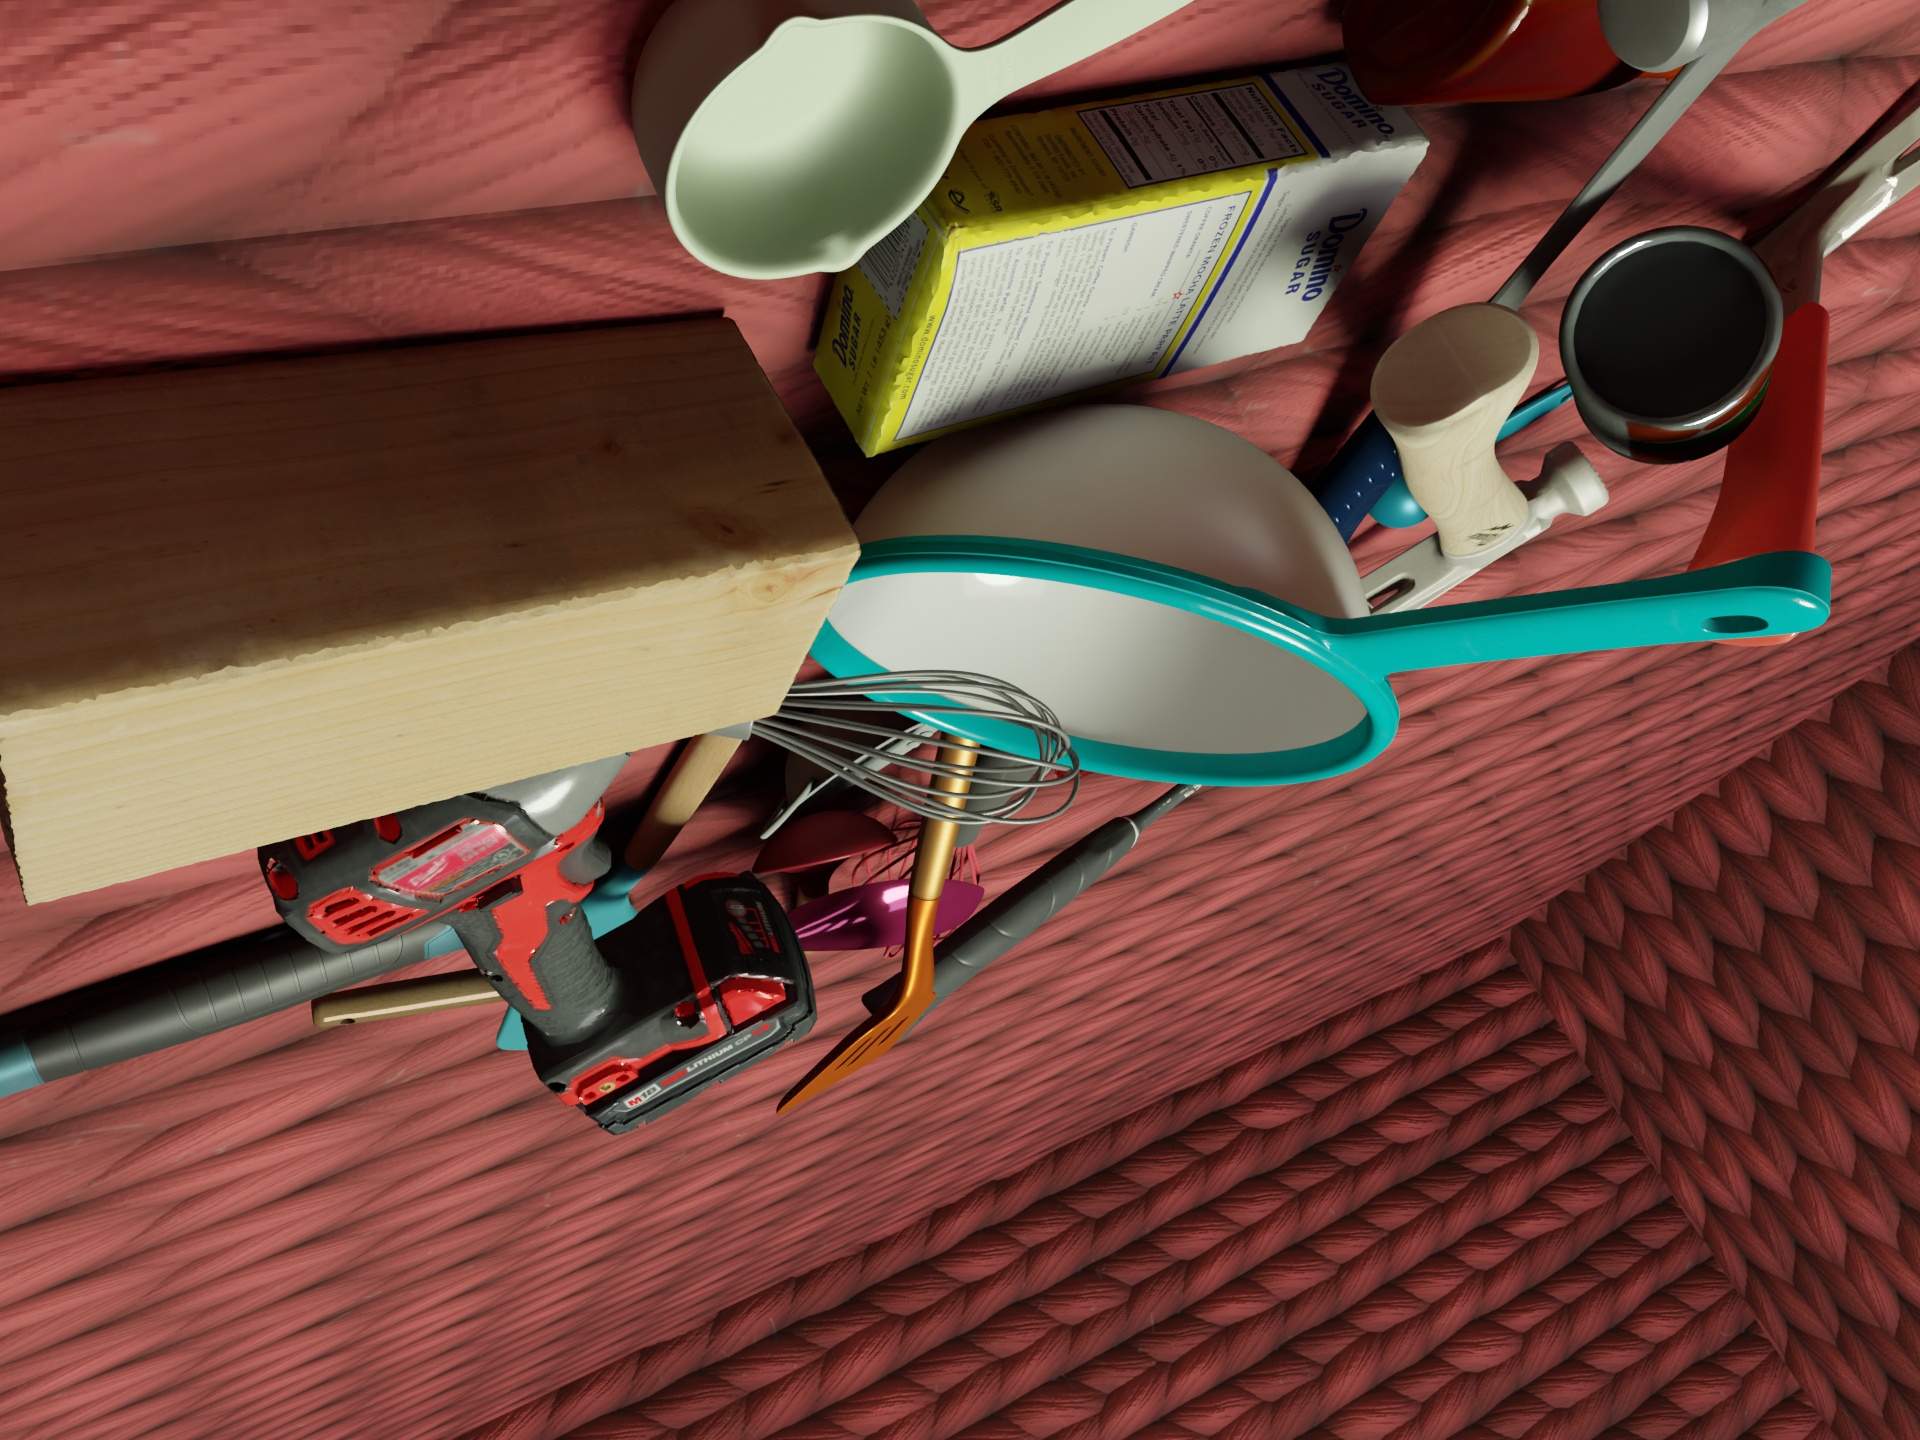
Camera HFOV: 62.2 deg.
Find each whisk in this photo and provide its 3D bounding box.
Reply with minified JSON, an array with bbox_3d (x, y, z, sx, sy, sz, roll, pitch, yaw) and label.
[{"bbox_3d":[-0.006,0.060,0.814,0.073,0.073,0.295,-20,163,-22],"label":"whisk"},{"bbox_3d":[-0.072,-0.002,0.533,0.239,0.055,0.055,9,147,-12],"label":"whisk"}]

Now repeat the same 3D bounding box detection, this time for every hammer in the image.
[{"bbox_3d":[0.333,-0.140,0.629,0.149,0.036,0.359,-45,-175,43],"label":"hammer"},{"bbox_3d":[0.203,-0.153,0.587,0.144,0.035,0.405,-28,169,-16],"label":"hammer"},{"bbox_3d":[0.198,-0.092,0.656,0.146,0.038,0.410,-33,168,17],"label":"hammer"},{"bbox_3d":[-0.342,0.124,0.613,0.331,0.033,0.128,-18,156,-28],"label":"hammer"},{"bbox_3d":[0.106,0.057,0.916,0.409,0.036,0.149,-33,160,-29],"label":"hammer"}]

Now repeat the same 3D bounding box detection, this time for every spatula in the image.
[{"bbox_3d":[-0.018,0.051,0.707,0.081,0.041,0.322,-20,132,-47],"label":"spatula"},{"bbox_3d":[-0.132,0.058,0.716,0.082,0.044,0.317,2,144,-33],"label":"spatula"}]

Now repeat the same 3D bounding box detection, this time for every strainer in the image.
[{"bbox_3d":[-0.001,-0.002,0.753,0.258,0.050,0.087,-18,167,-42],"label":"strainer"},{"bbox_3d":[0.097,-0.056,0.517,0.340,0.095,0.210,-5,156,45],"label":"strainer"}]

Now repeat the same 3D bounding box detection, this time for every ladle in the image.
[{"bbox_3d":[-0.077,0.094,0.848,0.069,0.031,0.315,-11,164,-10],"label":"ladle"}]

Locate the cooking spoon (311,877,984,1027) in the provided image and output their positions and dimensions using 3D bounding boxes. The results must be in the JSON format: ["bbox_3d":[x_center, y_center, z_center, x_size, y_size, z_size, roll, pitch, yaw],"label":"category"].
[{"bbox_3d":[-0.135,0.111,0.751,0.318,0.017,0.068,-6,147,-23],"label":"cooking spoon"}]

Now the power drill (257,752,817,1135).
[{"bbox_3d":[-0.147,0.069,0.623,0.143,0.079,0.219,-30,141,1],"label":"power drill"}]

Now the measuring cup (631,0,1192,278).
[{"bbox_3d":[-0.001,-0.167,0.380,0.167,0.038,0.083,-29,159,-6],"label":"measuring cup"}]

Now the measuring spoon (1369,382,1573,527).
[{"bbox_3d":[0.270,-0.135,0.817,0.128,0.021,0.042,-31,159,9],"label":"measuring spoon"}]
